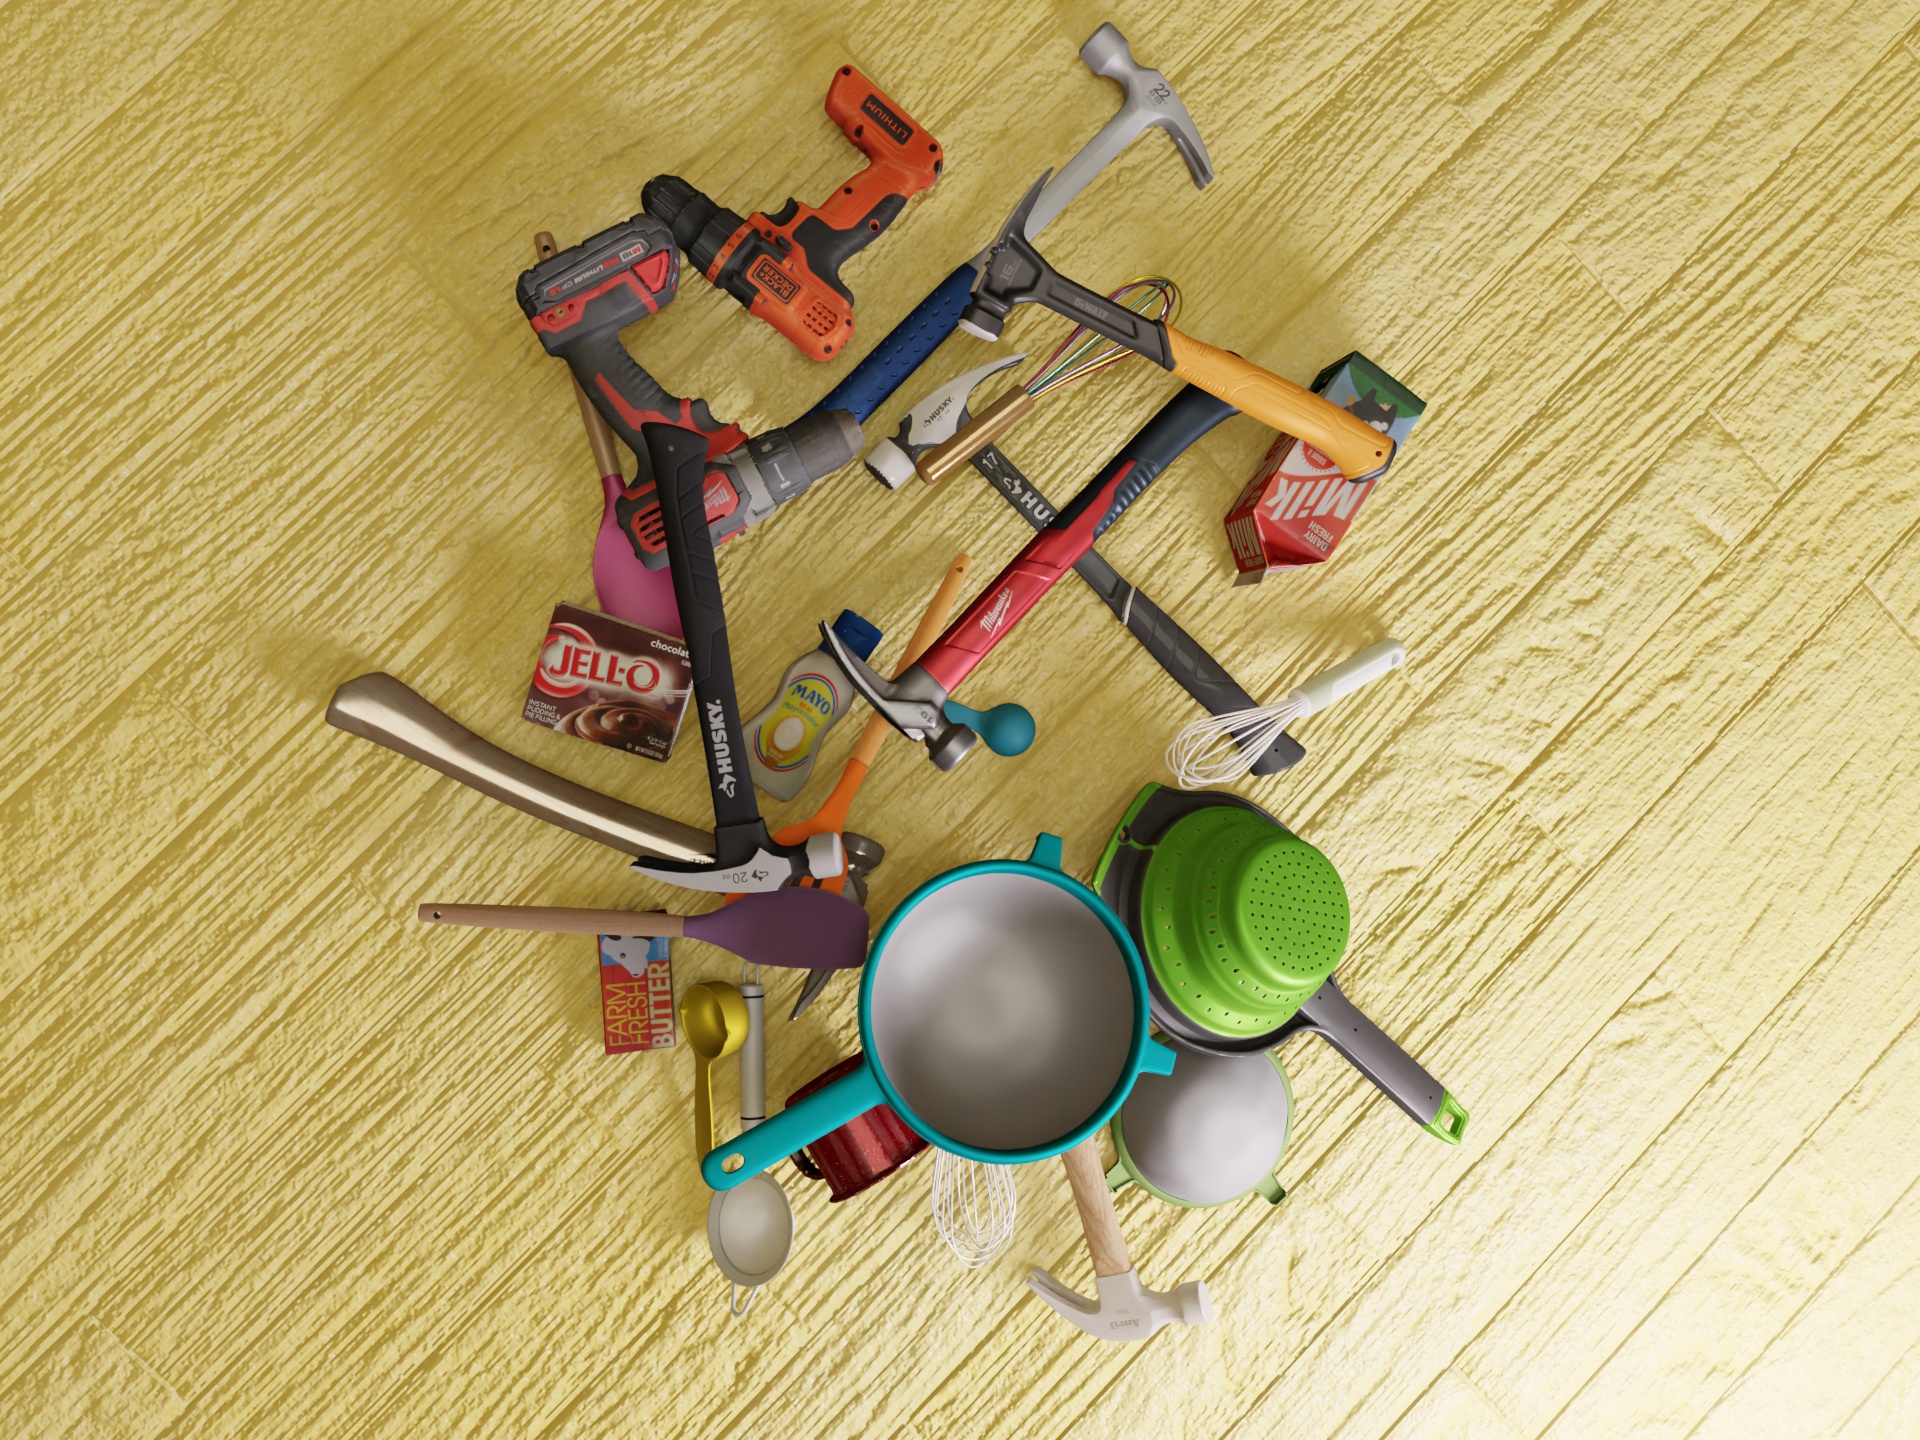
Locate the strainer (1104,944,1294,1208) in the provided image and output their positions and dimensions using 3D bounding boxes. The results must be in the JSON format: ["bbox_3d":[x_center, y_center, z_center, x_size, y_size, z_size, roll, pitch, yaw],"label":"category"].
[{"bbox_3d":[0.203,0.260,1.232,0.151,0.069,0.256,7,91,-9],"label":"strainer"}]

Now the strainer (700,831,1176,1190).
[{"bbox_3d":[-0.031,0.238,1.134,0.340,0.095,0.211,-27,85,-16],"label":"strainer"}]

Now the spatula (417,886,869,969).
[{"bbox_3d":[-0.223,0.143,1.132,0.316,0.018,0.060,3,93,-6],"label":"spatula"}]

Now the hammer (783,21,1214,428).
[{"bbox_3d":[0.024,-0.344,1.216,0.144,0.035,0.405,44,84,-6],"label":"hammer"}]

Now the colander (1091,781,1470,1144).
[{"bbox_3d":[0.280,0.198,1.206,0.397,0.094,0.204,42,61,-15],"label":"colander"}]

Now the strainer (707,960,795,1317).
[{"bbox_3d":[-0.153,0.310,1.194,0.087,0.050,0.258,-5,85,35],"label":"strainer"}]

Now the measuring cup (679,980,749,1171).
[{"bbox_3d":[-0.182,0.269,1.193,0.029,0.062,0.156,-11,108,-43],"label":"measuring cup"}]

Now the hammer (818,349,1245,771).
[{"bbox_3d":[0.069,-0.148,1.186,0.143,0.038,0.386,45,80,-6],"label":"hammer"}]

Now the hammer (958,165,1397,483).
[{"bbox_3d":[0.173,-0.271,1.161,0.336,0.034,0.127,25,95,-9],"label":"hammer"}]

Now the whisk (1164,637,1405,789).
[{"bbox_3d":[0.255,-0.010,1.222,0.246,0.059,0.057,-27,131,-26],"label":"whisk"}]

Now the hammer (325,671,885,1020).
[{"bbox_3d":[-0.268,0.079,1.164,0.410,0.038,0.146,24,73,-6],"label":"hammer"}]

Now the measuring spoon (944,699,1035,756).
[{"bbox_3d":[-0.002,-0.004,1.222,0.128,0.021,0.042,15,88,-10],"label":"measuring spoon"}]

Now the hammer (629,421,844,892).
[{"bbox_3d":[-0.181,-0.042,1.112,0.146,0.035,0.334,-9,97,4],"label":"hammer"}]

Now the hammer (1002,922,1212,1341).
[{"bbox_3d":[0.082,0.310,1.217,0.130,0.031,0.331,-18,87,19],"label":"hammer"}]

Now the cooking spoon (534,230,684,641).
[{"bbox_3d":[-0.266,-0.206,1.182,0.069,0.017,0.319,-16,93,-3],"label":"cooking spoon"}]

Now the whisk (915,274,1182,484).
[{"bbox_3d":[0.068,-0.254,1.188,0.245,0.051,0.047,-39,102,-6],"label":"whisk"}]

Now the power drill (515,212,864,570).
[{"bbox_3d":[-0.193,-0.242,1.141,0.188,0.080,0.226,-27,98,-2],"label":"power drill"}]

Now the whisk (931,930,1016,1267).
[{"bbox_3d":[0.002,0.271,1.211,0.070,0.070,0.284,-4,87,-9],"label":"whisk"}]

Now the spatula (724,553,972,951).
[{"bbox_3d":[-0.067,0.013,1.185,0.081,0.041,0.323,28,72,-3],"label":"spatula"}]

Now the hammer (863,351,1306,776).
[{"bbox_3d":[0.120,-0.108,1.234,0.409,0.036,0.149,44,83,-7],"label":"hammer"}]
